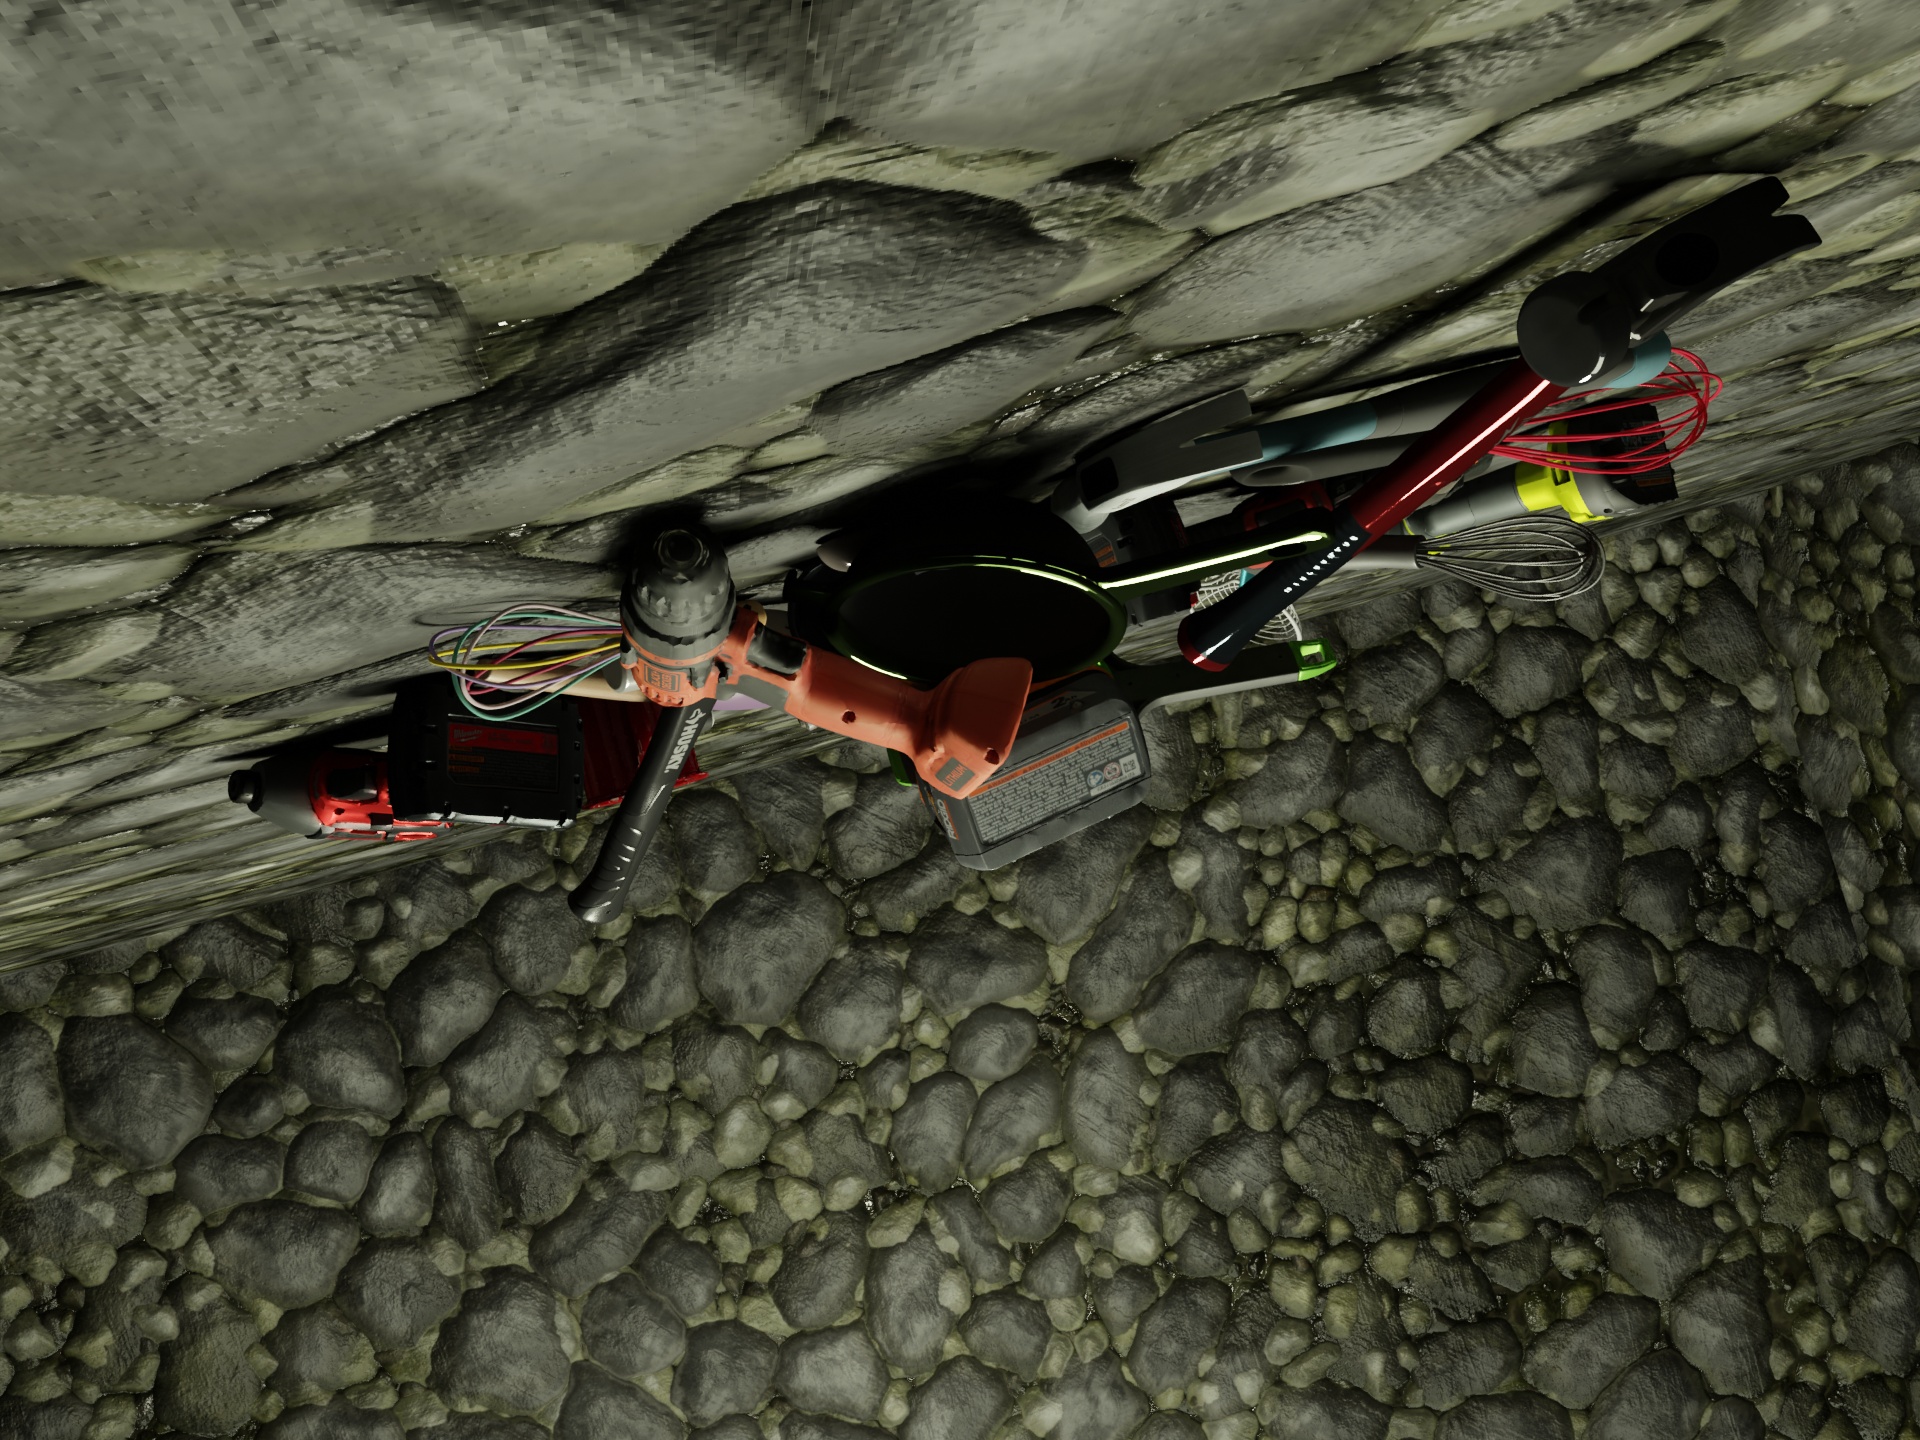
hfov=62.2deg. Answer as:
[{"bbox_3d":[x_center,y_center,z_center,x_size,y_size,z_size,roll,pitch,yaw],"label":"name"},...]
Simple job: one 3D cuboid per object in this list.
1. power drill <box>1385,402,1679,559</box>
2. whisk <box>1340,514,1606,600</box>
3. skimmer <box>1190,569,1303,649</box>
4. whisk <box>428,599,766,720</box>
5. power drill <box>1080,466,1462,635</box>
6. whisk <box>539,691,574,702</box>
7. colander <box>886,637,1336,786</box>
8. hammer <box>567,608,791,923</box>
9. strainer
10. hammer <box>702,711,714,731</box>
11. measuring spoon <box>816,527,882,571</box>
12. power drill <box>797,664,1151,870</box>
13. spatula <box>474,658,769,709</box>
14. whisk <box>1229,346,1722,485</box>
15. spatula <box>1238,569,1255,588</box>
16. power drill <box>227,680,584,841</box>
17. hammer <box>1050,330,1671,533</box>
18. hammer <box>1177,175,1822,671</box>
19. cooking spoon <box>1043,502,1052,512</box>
[{"bbox_3d":[0.426,-0.175,1.241,0.228,0.080,0.190,-14,179,42],"label":"power drill"},{"bbox_3d":[0.305,-0.110,1.057,0.239,0.055,0.055,7,-167,40],"label":"whisk"},{"bbox_3d":[0.205,-0.094,1.466,0.127,0.090,0.363,20,-164,32],"label":"skimmer"},{"bbox_3d":[-0.175,-0.041,0.825,0.047,0.051,0.245,-24,177,30],"label":"whisk"},{"bbox_3d":[0.177,-0.117,0.974,0.226,0.080,0.188,-18,179,-29],"label":"power drill"},{"bbox_3d":[-0.324,0.024,1.173,0.070,0.070,0.284,-14,172,-29],"label":"whisk"},{"bbox_3d":[0.127,-0.045,1.341,0.397,0.205,0.094,-10,143,-4],"label":"colander"},{"bbox_3d":[-0.198,0.041,1.051,0.146,0.035,0.334,-15,153,-36],"label":"hammer"},{"bbox_3d":[0.052,-0.083,0.763,0.256,0.069,0.151,-13,155,28],"label":"strainer"},{"bbox_3d":[-0.202,-0.019,1.218,0.127,0.034,0.337,-16,178,-29],"label":"hammer"},{"bbox_3d":[-0.017,-0.096,0.835,0.124,0.018,0.034,-15,177,-27],"label":"measuring spoon"},{"bbox_3d":[-0.001,-0.003,0.933,0.164,0.084,0.227,-24,-151,-9],"label":"power drill"},{"bbox_3d":[-0.198,-0.019,1.014,0.060,0.018,0.315,-12,172,23],"label":"spatula"},{"bbox_3d":[0.294,-0.163,0.902,0.296,0.073,0.073,-9,177,-8],"label":"whisk"},{"bbox_3d":[0.263,-0.149,1.149,0.082,0.044,0.317,-40,180,-10],"label":"spatula"},{"bbox_3d":[-0.340,0.035,0.971,0.220,0.078,0.143,-12,166,43],"label":"power drill"},{"bbox_3d":[0.216,-0.156,0.813,0.331,0.033,0.128,-15,179,-16],"label":"hammer"},{"bbox_3d":[0.211,-0.110,0.738,0.143,0.038,0.386,-29,173,-24],"label":"hammer"},{"bbox_3d":[0.008,-0.096,0.995,0.068,0.017,0.319,-22,-179,-24],"label":"cooking spoon"}]
